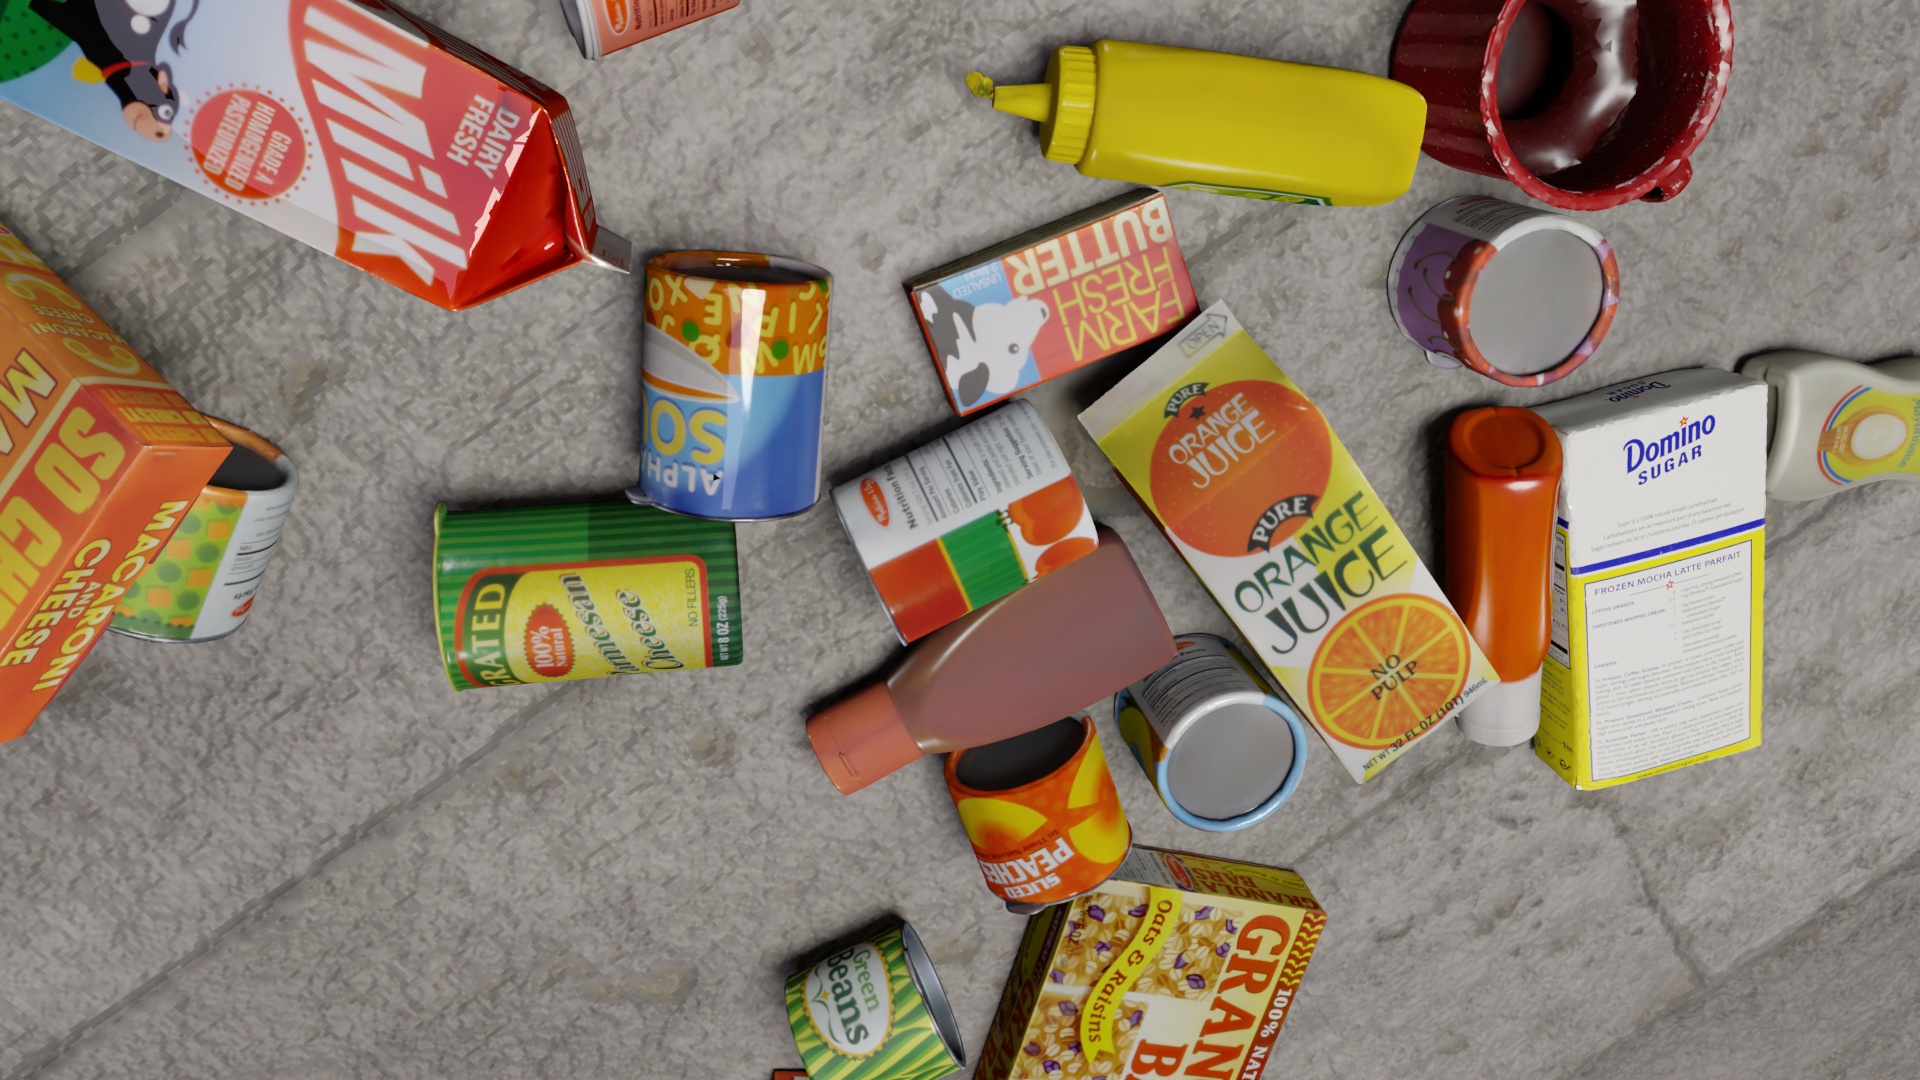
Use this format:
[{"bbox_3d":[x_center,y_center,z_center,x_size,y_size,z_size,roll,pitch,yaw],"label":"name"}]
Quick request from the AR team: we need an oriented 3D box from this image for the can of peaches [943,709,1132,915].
[{"bbox_3d":[0.031,0.109,0.577,0.071,0.071,0.058,-21,112,-3],"label":"can of peaches"}]

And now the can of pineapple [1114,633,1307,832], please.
[{"bbox_3d":[0.106,0.082,0.589,0.071,0.058,0.070,-4,111,-10],"label":"can of pineapple"}]

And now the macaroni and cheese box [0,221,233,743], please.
[{"bbox_3d":[-0.322,-0.036,0.426,0.166,0.040,0.123,41,99,8],"label":"macaroni and cheese box"}]

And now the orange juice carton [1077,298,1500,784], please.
[{"bbox_3d":[0.127,-0.001,0.554,0.072,0.073,0.192,-38,113,5],"label":"orange juice carton"}]

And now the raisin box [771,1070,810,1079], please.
[{"bbox_3d":[-0.072,0.317,0.625,0.040,0.086,0.123,7,109,-12],"label":"raisin box"}]

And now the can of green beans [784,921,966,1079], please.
[{"bbox_3d":[-0.037,0.208,0.603,0.058,0.071,0.071,-24,113,-1],"label":"can of green beans"}]

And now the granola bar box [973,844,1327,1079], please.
[{"bbox_3d":[0.083,0.224,0.648,0.124,0.039,0.165,13,107,-15],"label":"granola bar box"}]

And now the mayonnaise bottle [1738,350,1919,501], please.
[{"bbox_3d":[0.413,-0.052,0.611,0.148,0.041,0.064,-3,109,-10],"label":"mayonnaise bottle"}]

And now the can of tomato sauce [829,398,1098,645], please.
[{"bbox_3d":[0.002,-0.007,0.530,0.083,0.071,0.071,-26,113,-2],"label":"can of tomato sauce"}]

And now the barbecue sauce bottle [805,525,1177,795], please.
[{"bbox_3d":[0.010,0.054,0.566,0.148,0.044,0.064,-28,107,0],"label":"barbecue sauce bottle"}]

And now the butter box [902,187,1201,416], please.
[{"bbox_3d":[0.036,-0.091,0.527,0.103,0.024,0.053,-22,113,-3],"label":"butter box"}]

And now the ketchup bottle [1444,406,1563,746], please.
[{"bbox_3d":[0.229,0.021,0.592,0.043,0.065,0.148,-4,122,13],"label":"ketchup bottle"}]

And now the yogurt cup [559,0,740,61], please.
[{"bbox_3d":[-0.103,-0.192,0.440,0.054,0.072,0.072,-18,113,-13],"label":"yogurt cup"}]

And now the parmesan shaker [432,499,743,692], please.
[{"bbox_3d":[-0.133,0.016,0.509,0.103,0.071,0.071,-4,111,-10],"label":"parmesan shaker"}]

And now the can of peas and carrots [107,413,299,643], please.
[{"bbox_3d":[-0.271,-0.008,0.472,0.071,0.071,0.058,23,104,-19],"label":"can of peas and carrots"}]

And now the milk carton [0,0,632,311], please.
[{"bbox_3d":[-0.192,-0.134,0.438,0.190,0.072,0.073,26,103,-20],"label":"milk carton"}]

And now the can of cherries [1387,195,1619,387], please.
[{"bbox_3d":[0.211,-0.096,0.543,0.071,0.058,0.071,-4,111,-10],"label":"can of cherries"}]

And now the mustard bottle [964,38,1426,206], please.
[{"bbox_3d":[0.080,-0.150,0.496,0.160,0.065,0.048,5,104,-7],"label":"mustard bottle"}]

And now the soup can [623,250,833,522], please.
[{"bbox_3d":[-0.082,-0.056,0.492,0.071,0.071,0.083,1,110,-12],"label":"soup can"}]
